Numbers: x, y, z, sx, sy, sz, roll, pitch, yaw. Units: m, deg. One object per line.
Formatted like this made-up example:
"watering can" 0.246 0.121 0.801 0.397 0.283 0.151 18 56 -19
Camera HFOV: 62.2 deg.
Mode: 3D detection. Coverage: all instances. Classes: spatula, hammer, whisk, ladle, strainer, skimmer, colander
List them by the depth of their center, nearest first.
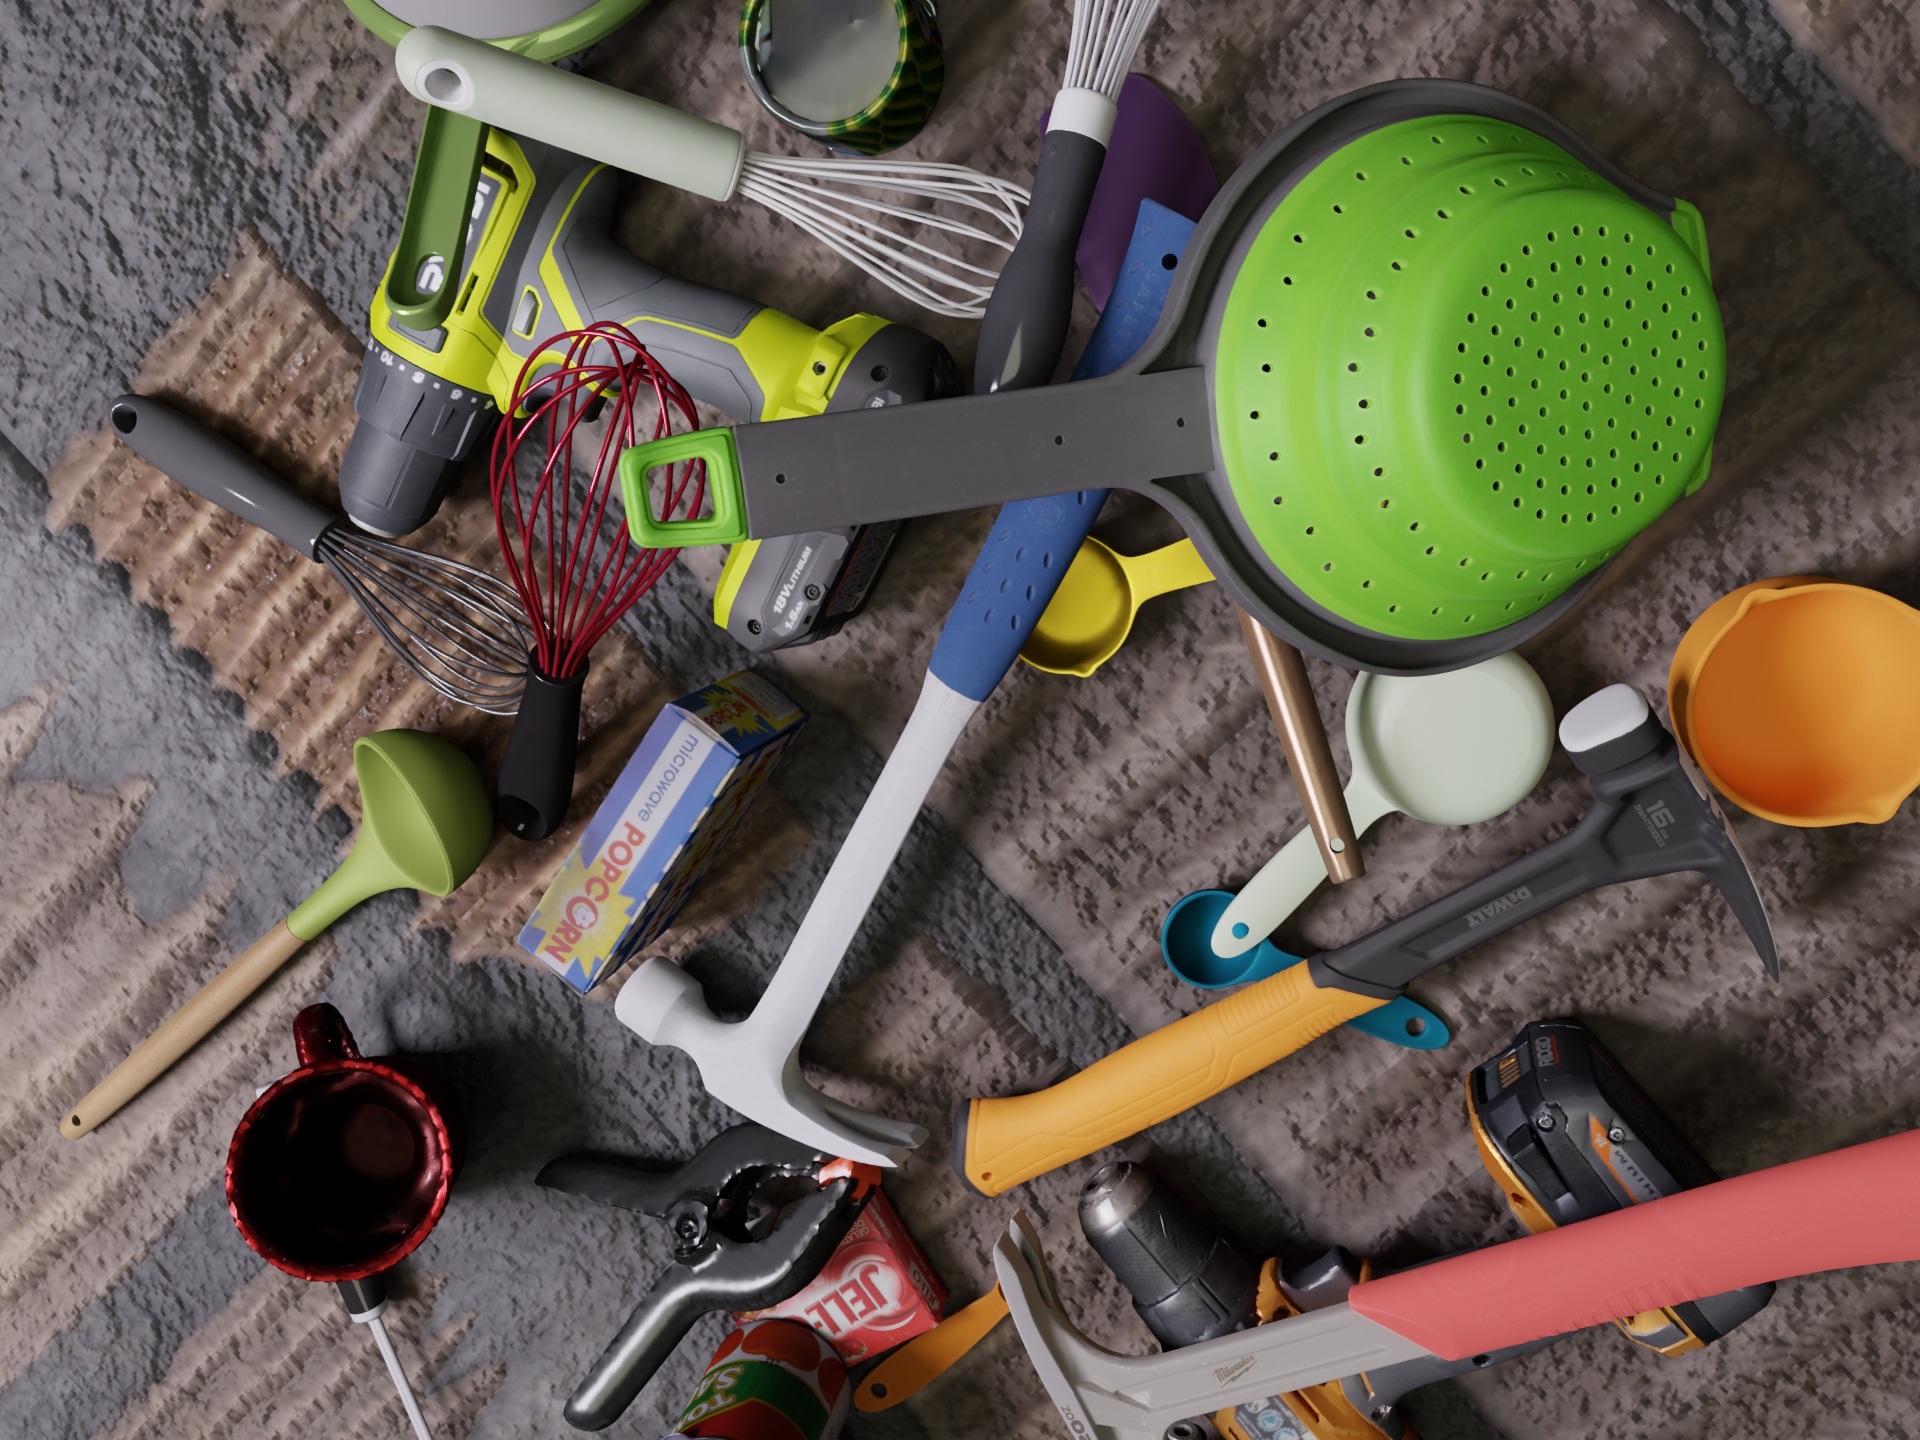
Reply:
"colander" 0.096 -0.096 0.499 0.397 0.094 0.204 -10 102 -13
"whisk" 0.051 -0.240 0.556 0.070 0.070 0.284 16 92 8
"strainer" -0.180 -0.269 0.565 0.151 0.069 0.256 5 77 6
"whisk" -0.073 -0.195 0.567 0.246 0.059 0.057 13 139 -20
"hammer" 0.189 0.200 0.574 0.359 0.037 0.149 -27 93 25
"spatula" 0.098 -0.093 0.593 0.060 0.018 0.316 -18 85 15
"whisk" -0.149 -0.033 0.600 0.073 0.073 0.295 33 140 3
"hammer" -0.001 -0.002 0.623 0.144 0.035 0.405 33 109 13
"hammer" 0.140 0.116 0.629 0.337 0.034 0.127 -31 110 22
"whisk" -0.275 -0.076 0.689 0.239 0.055 0.055 32 106 8
"ladle" -0.329 0.112 0.732 0.320 0.062 0.078 -38 82 19
"skimmer" -0.283 0.350 0.754 0.127 0.090 0.363 -15 97 46

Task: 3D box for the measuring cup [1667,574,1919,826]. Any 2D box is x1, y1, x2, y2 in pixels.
"measuring cup" 0.341 -0.031 0.571 0.173 0.052 0.095 -31 94 14

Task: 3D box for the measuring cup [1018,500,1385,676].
"measuring cup" 0.089 -0.063 0.627 0.156 0.029 0.062 -17 98 12

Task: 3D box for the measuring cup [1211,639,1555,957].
"measuring cup" 0.159 0.036 0.617 0.083 0.038 0.167 42 98 -2

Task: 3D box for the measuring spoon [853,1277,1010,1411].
"measuring spoon" -0.007 0.283 0.728 0.117 0.011 0.021 -43 91 20

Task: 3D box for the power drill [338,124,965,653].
"power drill" -0.133 -0.122 0.633 0.228 0.080 0.190 30 105 7

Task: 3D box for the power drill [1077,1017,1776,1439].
"power drill" 0.175 0.213 0.643 0.226 0.084 0.185 -41 90 20

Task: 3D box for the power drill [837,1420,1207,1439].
"power drill" 0.018 0.390 0.712 0.223 0.080 0.171 -2 102 8

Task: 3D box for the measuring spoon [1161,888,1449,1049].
"measuring spoon" 0.142 0.105 0.659 0.128 0.021 0.042 24 99 -4
